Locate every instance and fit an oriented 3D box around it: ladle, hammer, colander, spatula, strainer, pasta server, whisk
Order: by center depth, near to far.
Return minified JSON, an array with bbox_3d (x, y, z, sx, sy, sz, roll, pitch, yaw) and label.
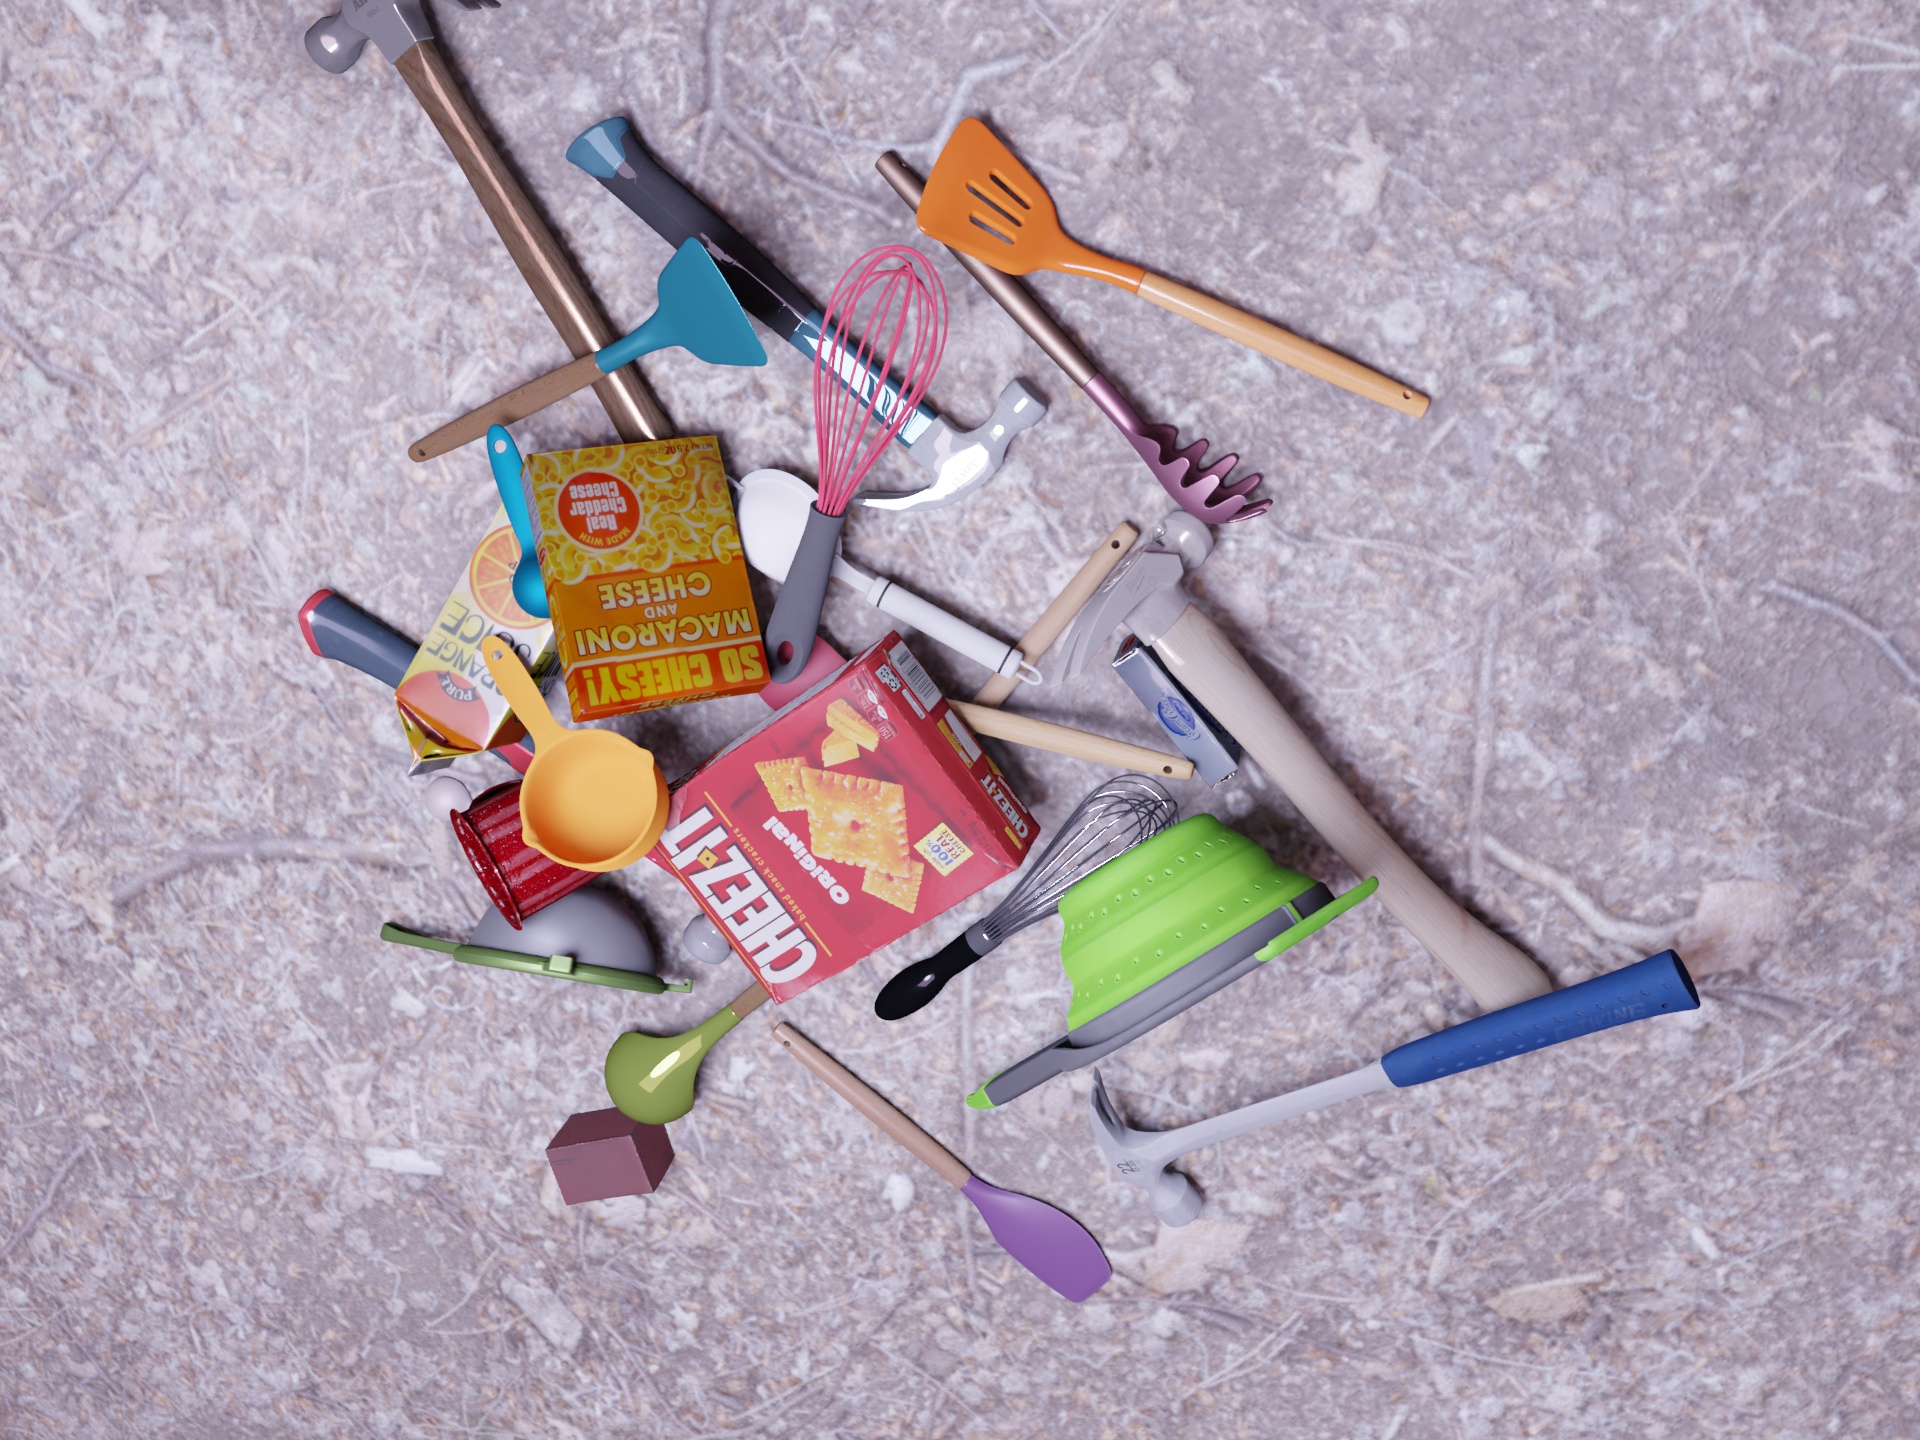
[{"bbox_3d":[0.131,-0.253,0.941,0.322,0.041,0.081,24,77,0],"label":"spatula"},{"bbox_3d":[-0.074,-0.144,0.962,0.073,0.073,0.295,23,120,4],"label":"whisk"},{"bbox_3d":[0.066,-0.231,0.965,0.316,0.060,0.040,46,120,-1],"label":"pasta server"},{"bbox_3d":[0.229,0.062,0.996,0.410,0.146,0.038,46,151,-11],"label":"hammer"},{"bbox_3d":[-0.108,-0.258,0.998,0.331,0.033,0.128,41,111,-3],"label":"hammer"},{"bbox_3d":[-0.250,-0.214,1.003,0.317,0.044,0.082,-16,117,32],"label":"spatula"},{"bbox_3d":[-0.279,-0.317,1.005,0.130,0.031,0.331,-20,107,36],"label":"hammer"},{"bbox_3d":[0.089,0.157,1.015,0.094,0.204,0.397,59,141,11],"label":"colander"},{"bbox_3d":[-0.060,-0.087,1.033,0.258,0.050,0.086,29,134,3],"label":"strainer"},{"bbox_3d":[0.268,0.230,1.038,0.405,0.035,0.144,-27,117,27],"label":"hammer"},{"bbox_3d":[-0.002,-0.003,1.039,0.315,0.031,0.069,14,115,16],"label":"ladle"},{"bbox_3d":[0.039,0.133,1.090,0.284,0.070,0.070,-40,97,26],"label":"whisk"},{"bbox_3d":[-0.294,0.013,1.130,0.386,0.038,0.143,34,111,-1],"label":"hammer"},{"bbox_3d":[-0.140,0.192,1.163,0.320,0.062,0.078,-39,92,14],"label":"ladle"},{"bbox_3d":[-0.326,0.149,1.166,0.256,0.151,0.069,5,78,29],"label":"strainer"},{"bbox_3d":[-0.015,0.327,1.188,0.316,0.018,0.059,39,111,-4],"label":"spatula"}]

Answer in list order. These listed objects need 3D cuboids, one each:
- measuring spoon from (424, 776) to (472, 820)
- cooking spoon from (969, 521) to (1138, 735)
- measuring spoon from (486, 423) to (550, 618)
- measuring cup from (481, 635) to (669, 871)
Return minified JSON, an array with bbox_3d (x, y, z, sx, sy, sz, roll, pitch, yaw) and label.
[{"bbox_3d":[-0.342,0.082,1.174,0.124,0.018,0.034,29,112,1],"label":"measuring spoon"},{"bbox_3d":[0.015,-0.008,1.064,0.069,0.017,0.319,44,113,11],"label":"cooking spoon"},{"bbox_3d":[-0.280,-0.127,1.011,0.042,0.021,0.128,-17,93,4],"label":"measuring spoon"},{"bbox_3d":[-0.253,0.020,1.021,0.095,0.052,0.174,-35,76,-3],"label":"measuring cup"}]
